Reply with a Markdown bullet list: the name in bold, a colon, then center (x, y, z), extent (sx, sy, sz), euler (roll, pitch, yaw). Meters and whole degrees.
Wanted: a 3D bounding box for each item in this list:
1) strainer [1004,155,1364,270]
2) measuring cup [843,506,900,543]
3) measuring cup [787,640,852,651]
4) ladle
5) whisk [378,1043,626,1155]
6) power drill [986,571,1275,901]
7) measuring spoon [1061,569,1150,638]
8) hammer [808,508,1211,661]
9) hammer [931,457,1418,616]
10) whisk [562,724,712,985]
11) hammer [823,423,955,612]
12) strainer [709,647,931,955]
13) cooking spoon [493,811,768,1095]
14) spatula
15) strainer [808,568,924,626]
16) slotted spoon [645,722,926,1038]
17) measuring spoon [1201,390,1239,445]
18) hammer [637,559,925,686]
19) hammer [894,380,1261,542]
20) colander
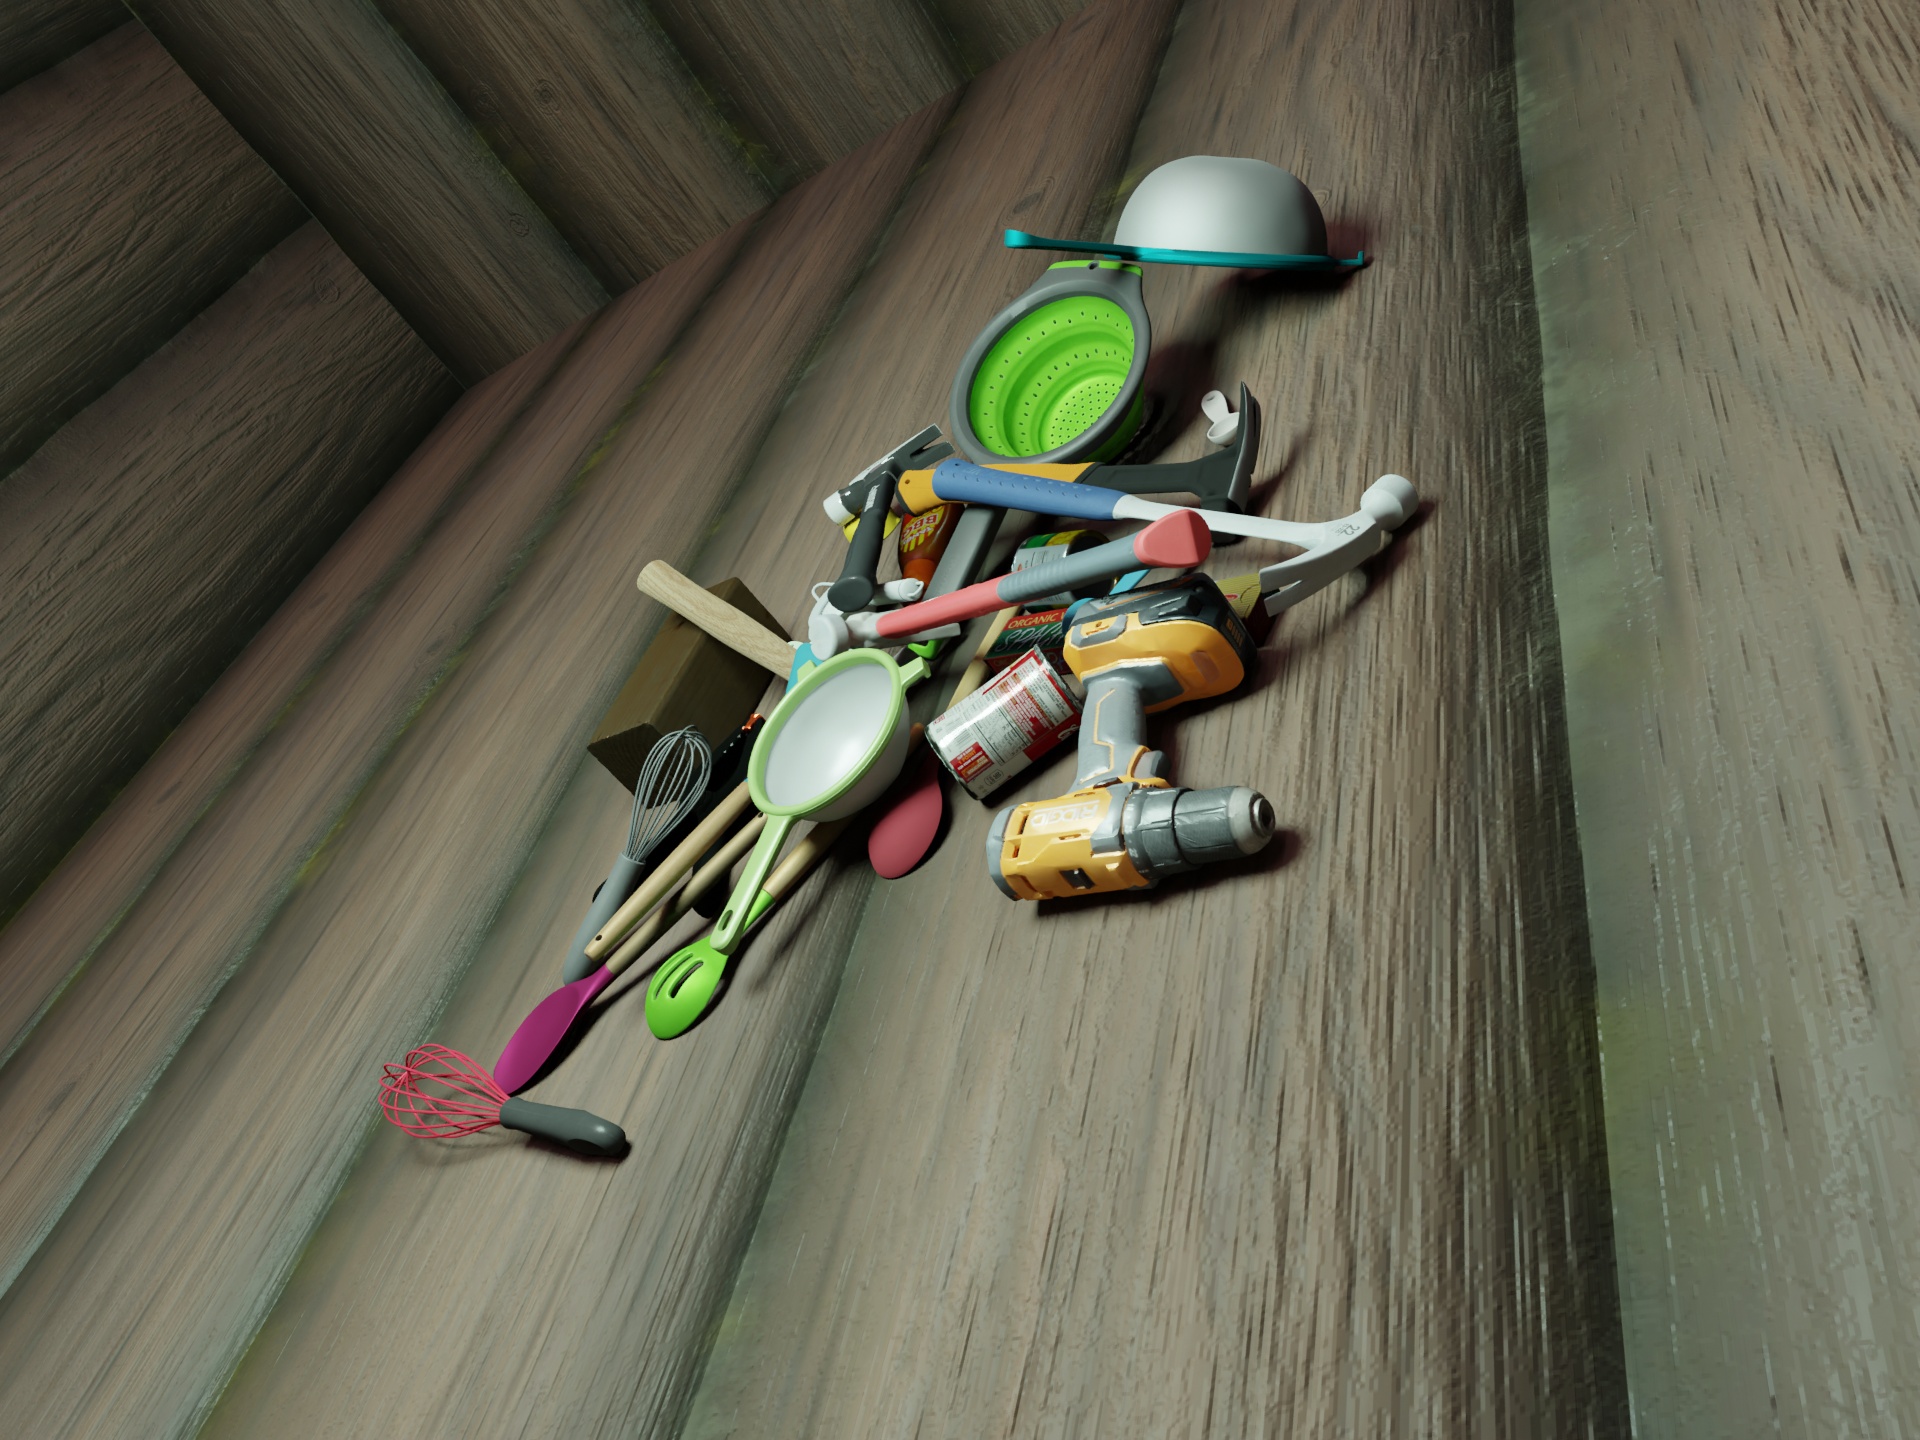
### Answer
- **strainer**: center (0.184, -0.453, 1.406), extent (0.340, 0.095, 0.211), euler (-7, 20, -32)
- **measuring cup**: center (-0.102, -0.174, 1.596), extent (0.062, 0.029, 0.157), euler (-23, 29, 27)
- **measuring cup**: center (-0.136, -0.063, 1.464), extent (0.083, 0.038, 0.168), euler (-45, 31, -11)
- **ladle**: center (-0.002, -0.004, 1.239), extent (0.069, 0.031, 0.316), euler (-17, 33, 39)
- **whisk**: center (-0.343, 0.287, 1.176), extent (0.296, 0.073, 0.073), euler (-1, 45, 42)
- **power drill**: center (0.127, 0.011, 1.013), extent (0.185, 0.084, 0.226), euler (-12, 42, 37)
- **measuring spoon**: center (0.119, -0.108, 1.186), extent (0.128, 0.021, 0.042), euler (-48, 29, -16)
- **hammer**: center (0.047, -0.096, 1.162), extent (0.143, 0.038, 0.386), euler (-12, 1, -37)
- **hammer**: center (0.126, -0.156, 1.189), extent (0.406, 0.035, 0.144), euler (17, 46, 44)
- **whisk**: center (-0.265, 0.112, 1.286), extent (0.239, 0.055, 0.055), euler (-63, 28, 5)
- **hammer**: center (-0.078, -0.181, 1.467), extent (0.146, 0.035, 0.335), euler (-33, 21, 17)
- **strainer**: center (-0.105, 0.068, 1.183), extent (0.151, 0.069, 0.256), euler (0, 58, 47)
- **cooking spoon**: center (-0.253, 0.177, 1.239), extent (0.319, 0.017, 0.069), euler (-44, 33, 6)
- **spatula**: center (-0.187, 0.063, 1.250), extent (0.082, 0.044, 0.317), euler (18, 55, 37)
- **strainer**: center (-0.079, -0.109, 1.421), extent (0.087, 0.050, 0.258), euler (-50, 17, -13)
- **slotted spoon**: center (-0.131, 0.114, 1.215), extent (0.314, 0.031, 0.070), euler (-47, 34, -19)
- **measuring spoon**: center (0.225, -0.260, 1.365), extent (0.034, 0.018, 0.124), euler (-31, 22, 14)
- **hammer**: center (-0.181, -0.067, 1.407), extent (0.332, 0.031, 0.130), euler (31, 71, 36)
- **hammer**: center (0.086, -0.205, 1.314), extent (0.337, 0.034, 0.127), euler (3, 69, 36)
- **colander**: center (0.065, -0.219, 1.423), extent (0.205, 0.094, 0.397), euler (16, 77, 40)
